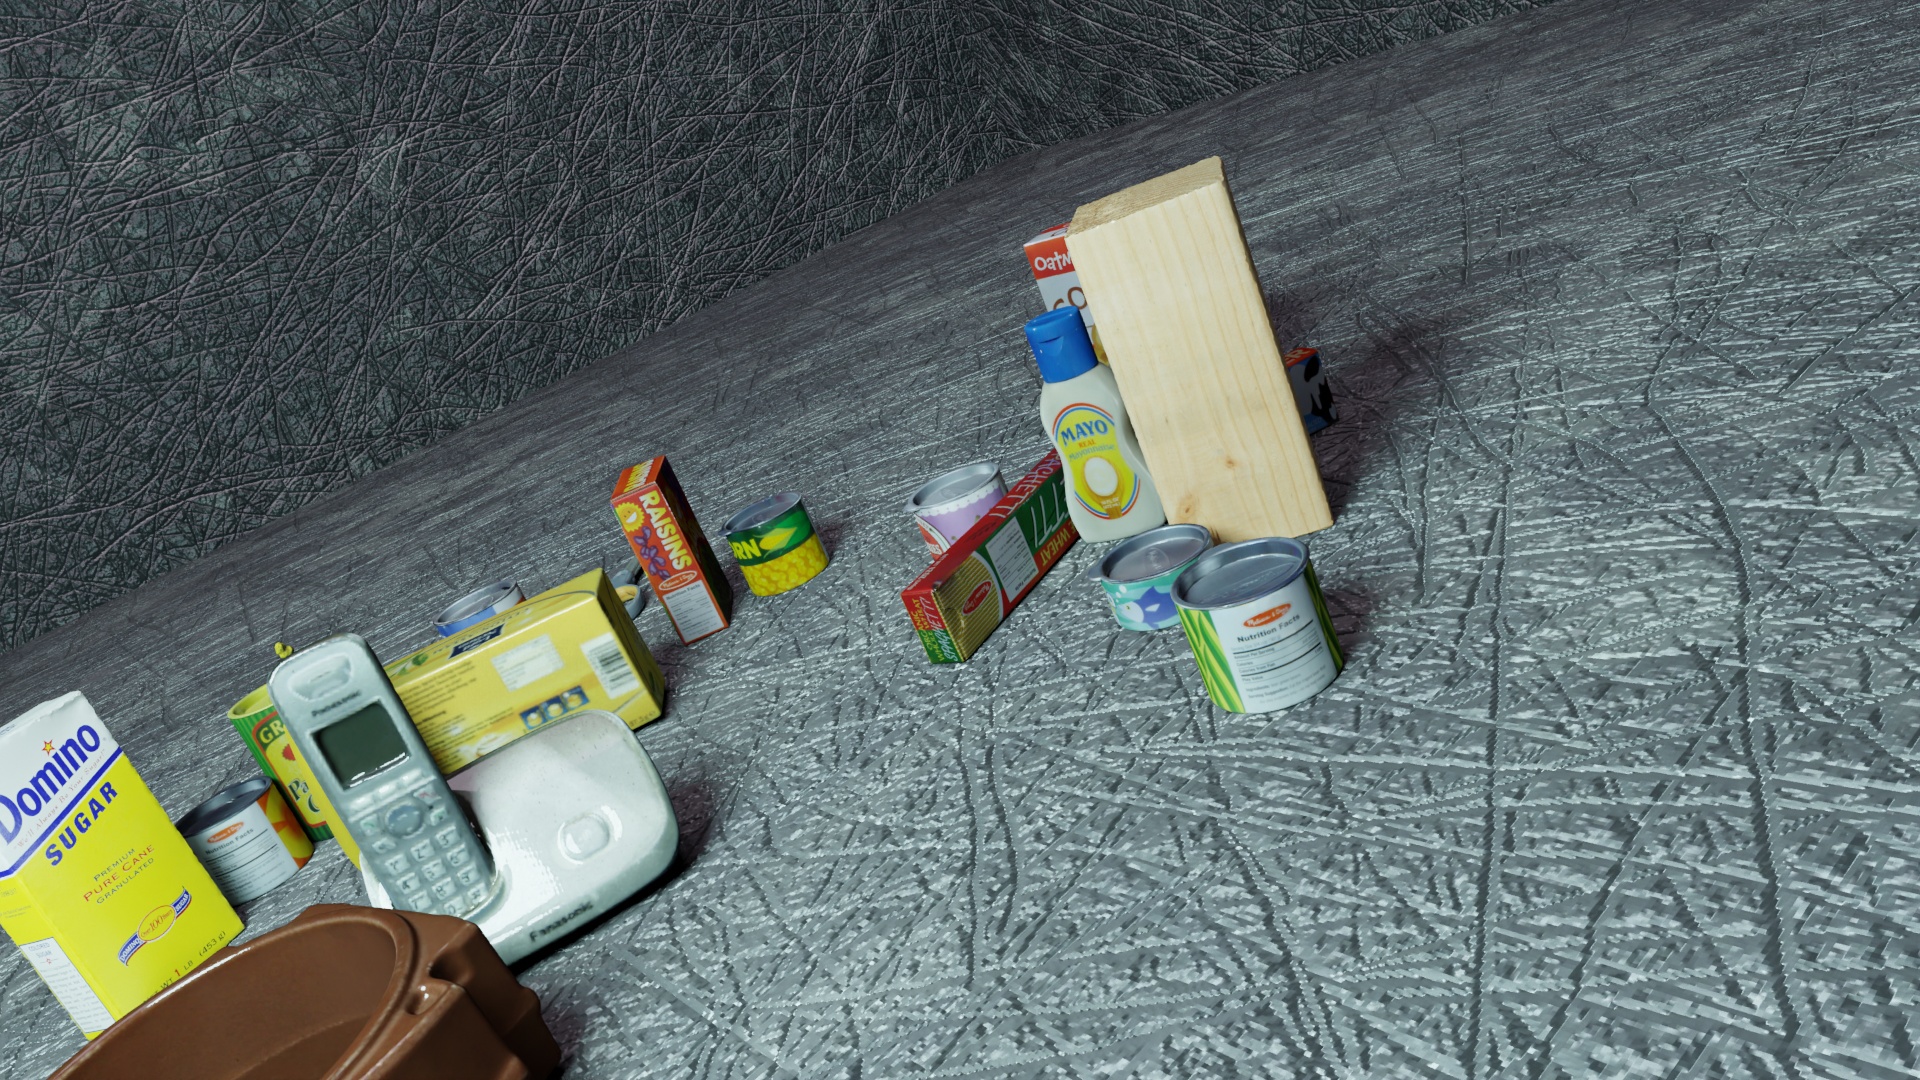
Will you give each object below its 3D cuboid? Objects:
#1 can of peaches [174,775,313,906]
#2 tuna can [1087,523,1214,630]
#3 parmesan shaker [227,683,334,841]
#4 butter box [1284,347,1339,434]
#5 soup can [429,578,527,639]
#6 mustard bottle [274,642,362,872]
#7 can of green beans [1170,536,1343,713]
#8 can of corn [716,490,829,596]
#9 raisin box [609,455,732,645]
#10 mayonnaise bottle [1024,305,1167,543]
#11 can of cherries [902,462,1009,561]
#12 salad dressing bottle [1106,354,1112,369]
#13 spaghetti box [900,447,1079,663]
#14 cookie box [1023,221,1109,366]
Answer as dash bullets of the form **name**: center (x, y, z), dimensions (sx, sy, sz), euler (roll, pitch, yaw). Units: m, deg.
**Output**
- **can of peaches**: center (-0.470, 0.196, 0.911), dimensions (0.071, 0.058, 0.071), euler (-20, 19, 7)
- **tuna can**: center (0.109, 0.021, 0.768), dimensions (0.071, 0.032, 0.071), euler (-20, 19, 7)
- **parmesan shaker**: center (-0.439, 0.144, 0.950), dimensions (0.071, 0.102, 0.071), euler (-20, 18, 7)
- **butter box**: center (0.197, -0.083, 0.920), dimensions (0.104, 0.053, 0.024), euler (-27, 19, -13)
- **soup can**: center (-0.348, 0.082, 1.046), dimensions (0.071, 0.083, 0.071), euler (-20, 18, 7)
- **mustard bottle**: center (-0.355, 0.125, 0.815), dimensions (0.065, 0.159, 0.049), euler (-29, 19, -19)
- **can of green beans**: center (0.138, 0.039, 0.645), dimensions (0.071, 0.057, 0.071), euler (-20, 19, 7)
- **can of corn**: center (-0.143, 0.004, 1.064), dimensions (0.071, 0.058, 0.071), euler (-20, 19, 7)
- **raisin box**: center (-0.215, 0.006, 1.039), dimensions (0.040, 0.123, 0.086), euler (-23, 18, 1)
- **mayonnaise bottle**: center (0.082, -0.073, 0.875), dimensions (0.064, 0.147, 0.041), euler (-14, 20, 25)
- **can of cherries**: center (0.003, -0.012, 0.938), dimensions (0.071, 0.058, 0.072), euler (-20, 19, 7)
- **salad dressing bottle**: center (0.124, -0.112, 0.937), dimensions (0.044, 0.147, 0.064), euler (-31, 20, -23)
- **spaghetti box**: center (0.045, -0.008, 0.892), dimensions (0.028, 0.050, 0.251), euler (-8, 23, 37)
- **cookie box**: center (0.131, -0.161, 1.030), dimensions (0.123, 0.167, 0.040), euler (-5, 25, 43)
